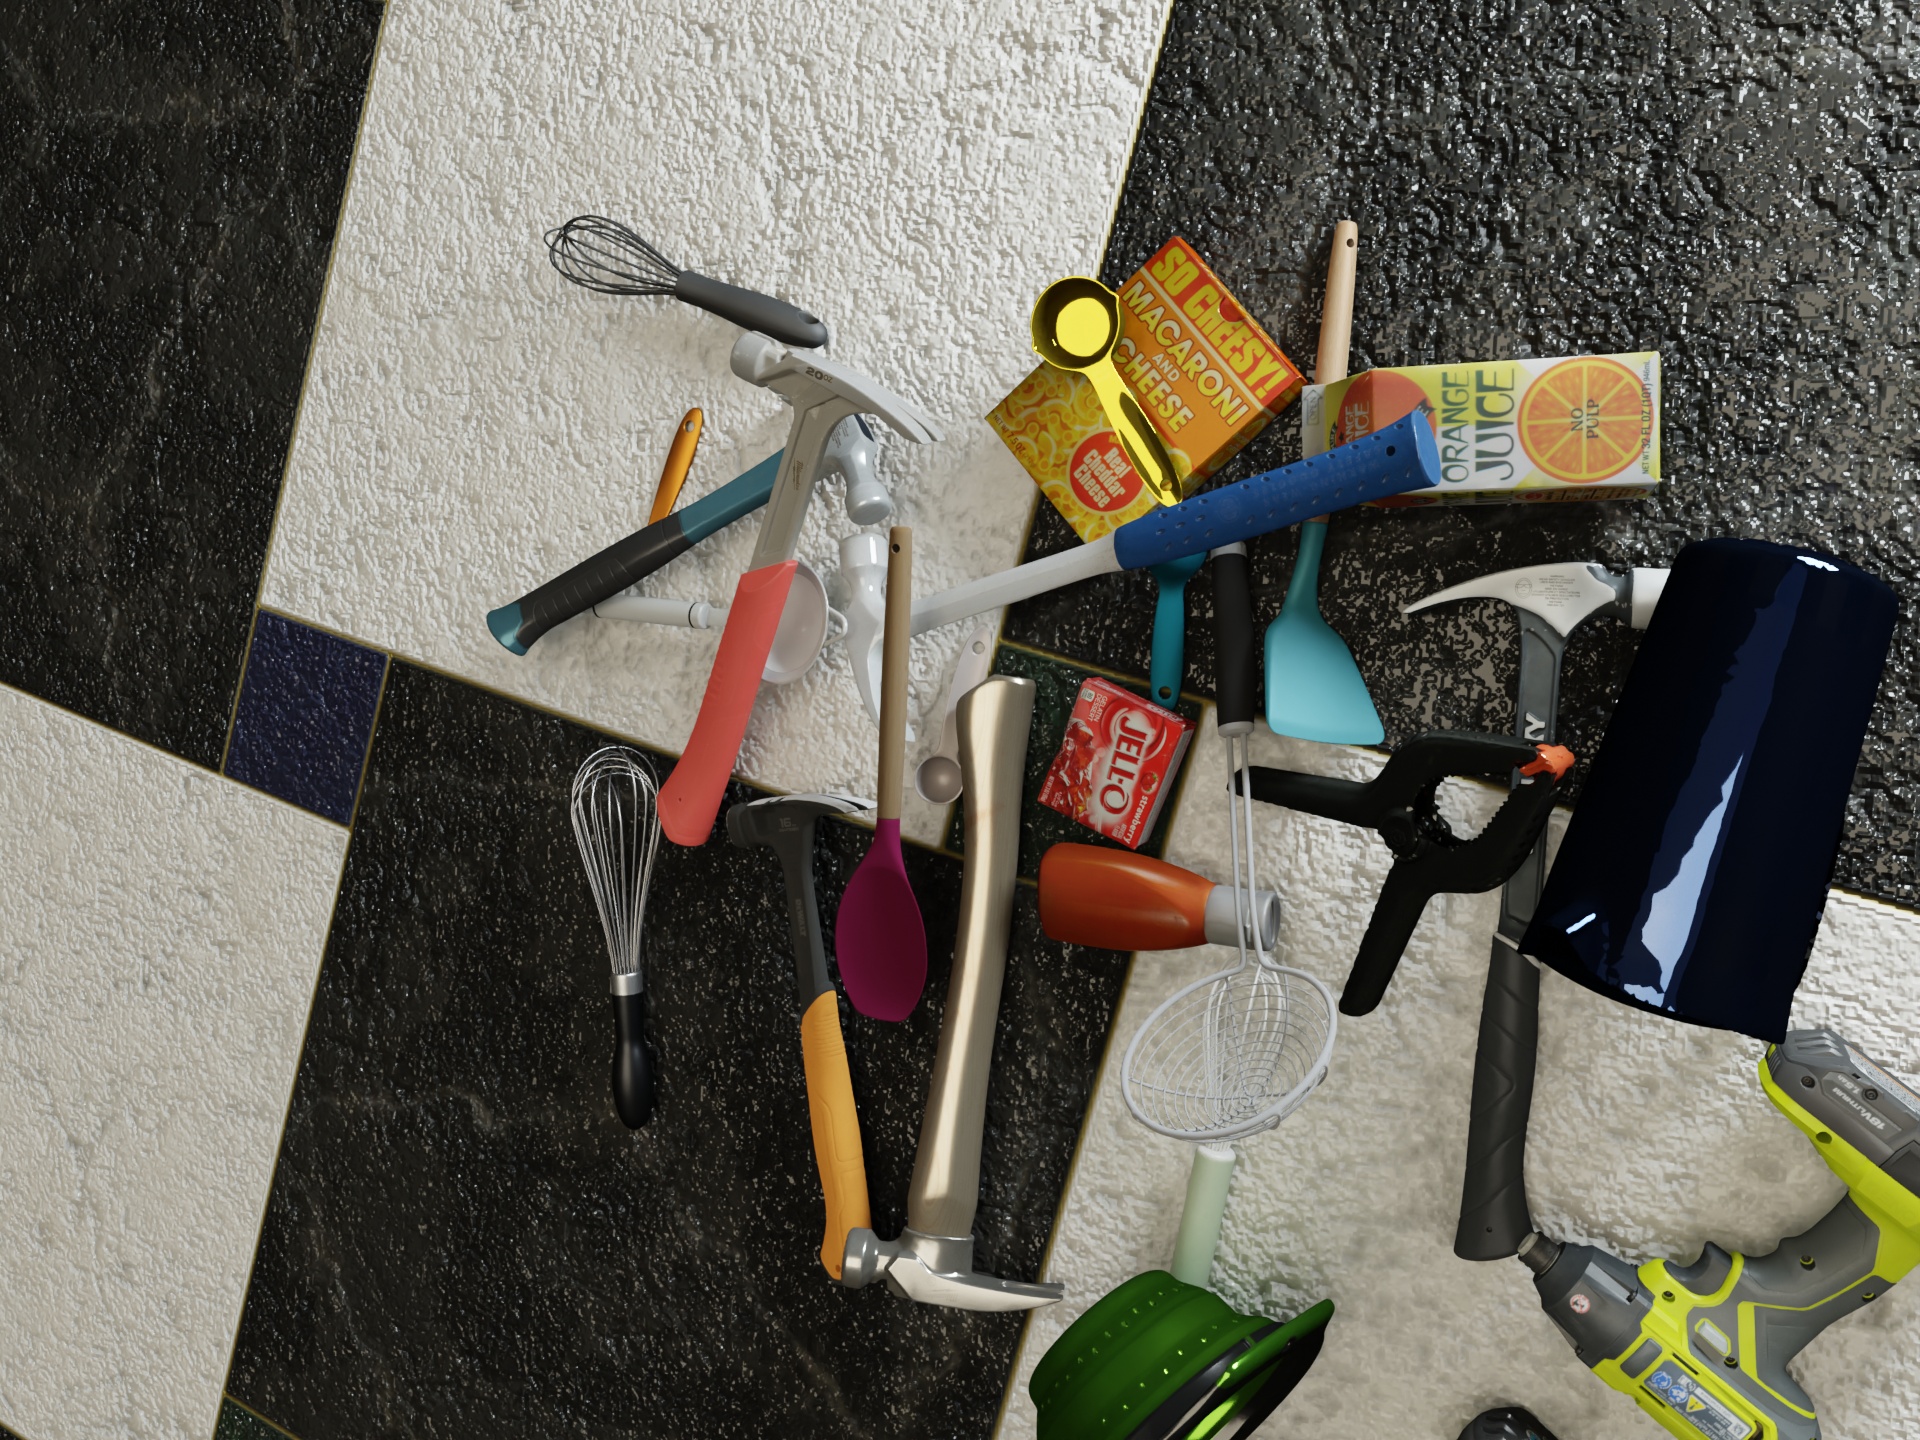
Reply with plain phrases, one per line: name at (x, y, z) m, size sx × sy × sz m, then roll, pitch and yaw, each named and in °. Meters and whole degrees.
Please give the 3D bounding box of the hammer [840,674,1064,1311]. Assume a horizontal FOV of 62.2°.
hammer at (0.018, 0.176, 1.042) m, size 0.146 × 0.038 × 0.410 m, roll 7°, pitch 89°, yaw 6°

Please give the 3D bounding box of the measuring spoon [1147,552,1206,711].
measuring spoon at (0.131, -0.065, 0.998) m, size 0.042 × 0.021 × 0.128 m, roll 4°, pitch 102°, yaw 12°

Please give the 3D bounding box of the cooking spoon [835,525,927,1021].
cooking spoon at (-0.044, 0.036, 1.014) m, size 0.069 × 0.017 × 0.319 m, roll 7°, pitch 99°, yaw 27°

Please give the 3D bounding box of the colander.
colander at (0.077, 0.457, 0.973) m, size 0.095 × 0.204 × 0.397 m, roll 46°, pitch 125°, yaw 31°

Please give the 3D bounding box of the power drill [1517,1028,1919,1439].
power drill at (0.428, 0.282, 0.853) m, size 0.171 × 0.080 × 0.223 m, roll 39°, pitch 107°, yaw 15°

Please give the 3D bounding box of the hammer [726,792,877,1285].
hammer at (-0.089, 0.217, 1.086) m, size 0.127 × 0.034 × 0.337 m, roll -8°, pitch 89°, yaw 42°

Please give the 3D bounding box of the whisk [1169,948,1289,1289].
whisk at (0.160, 0.260, 0.990) m, size 0.059 × 0.057 × 0.246 m, roll 23°, pitch 104°, yaw 56°

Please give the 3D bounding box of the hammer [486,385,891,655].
hammer at (-0.203, -0.130, 1.124) m, size 0.331 × 0.033 × 0.128 m, roll -26°, pitch 64°, yaw 20°

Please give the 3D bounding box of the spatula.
spatula at (0.224, -0.145, 0.957) m, size 0.082 × 0.044 × 0.317 m, roll 6°, pitch 89°, yaw -21°

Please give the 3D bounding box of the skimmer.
skimmer at (0.150, 0.057, 0.919) m, size 0.127 × 0.090 × 0.363 m, roll -12°, pitch 70°, yaw 35°

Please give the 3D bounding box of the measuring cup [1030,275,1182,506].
measuring cup at (0.098, -0.201, 0.982) m, size 0.062 × 0.029 × 0.156 m, roll -29°, pitch 90°, yaw 22°

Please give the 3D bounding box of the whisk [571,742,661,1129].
whisk at (-0.244, 0.158, 1.154) m, size 0.070 × 0.070 × 0.284 m, roll -1°, pitch 94°, yaw 23°

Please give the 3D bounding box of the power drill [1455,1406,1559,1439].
power drill at (0.292, 0.531, 0.915) m, size 0.191 × 0.080 × 0.228 m, roll 44°, pitch 109°, yaw 17°

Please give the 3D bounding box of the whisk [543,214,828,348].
whisk at (-0.198, -0.311, 1.138) m, size 0.239 × 0.055 × 0.055 m, roll 24°, pitch 99°, yaw 18°

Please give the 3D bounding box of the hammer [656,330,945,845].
hammer at (-0.130, -0.064, 1.056) m, size 0.149 × 0.037 × 0.359 m, roll 31°, pitch 118°, yaw 19°

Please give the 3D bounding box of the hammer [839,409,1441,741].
hammer at (0.089, -0.095, 0.961) m, size 0.405 × 0.035 × 0.144 m, roll -15°, pitch 73°, yaw 34°

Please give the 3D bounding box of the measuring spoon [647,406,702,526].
measuring spoon at (-0.214, -0.174, 1.162) m, size 0.021 × 0.011 × 0.117 m, roll 26°, pitch 100°, yaw 21°

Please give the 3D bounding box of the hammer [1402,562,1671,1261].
hammer at (0.319, 0.112, 0.923) m, size 0.149 × 0.036 × 0.409 m, roll 5°, pitch 93°, yaw 24°

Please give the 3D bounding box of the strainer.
strainer at (-0.176, -0.075, 1.132) m, size 0.258 × 0.050 × 0.087 m, roll 8°, pitch 90°, yaw 29°

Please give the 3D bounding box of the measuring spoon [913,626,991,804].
measuring spoon at (-0.002, -0.003, 1.072) m, size 0.034 × 0.018 × 0.124 m, roll 17°, pitch 90°, yaw -3°
